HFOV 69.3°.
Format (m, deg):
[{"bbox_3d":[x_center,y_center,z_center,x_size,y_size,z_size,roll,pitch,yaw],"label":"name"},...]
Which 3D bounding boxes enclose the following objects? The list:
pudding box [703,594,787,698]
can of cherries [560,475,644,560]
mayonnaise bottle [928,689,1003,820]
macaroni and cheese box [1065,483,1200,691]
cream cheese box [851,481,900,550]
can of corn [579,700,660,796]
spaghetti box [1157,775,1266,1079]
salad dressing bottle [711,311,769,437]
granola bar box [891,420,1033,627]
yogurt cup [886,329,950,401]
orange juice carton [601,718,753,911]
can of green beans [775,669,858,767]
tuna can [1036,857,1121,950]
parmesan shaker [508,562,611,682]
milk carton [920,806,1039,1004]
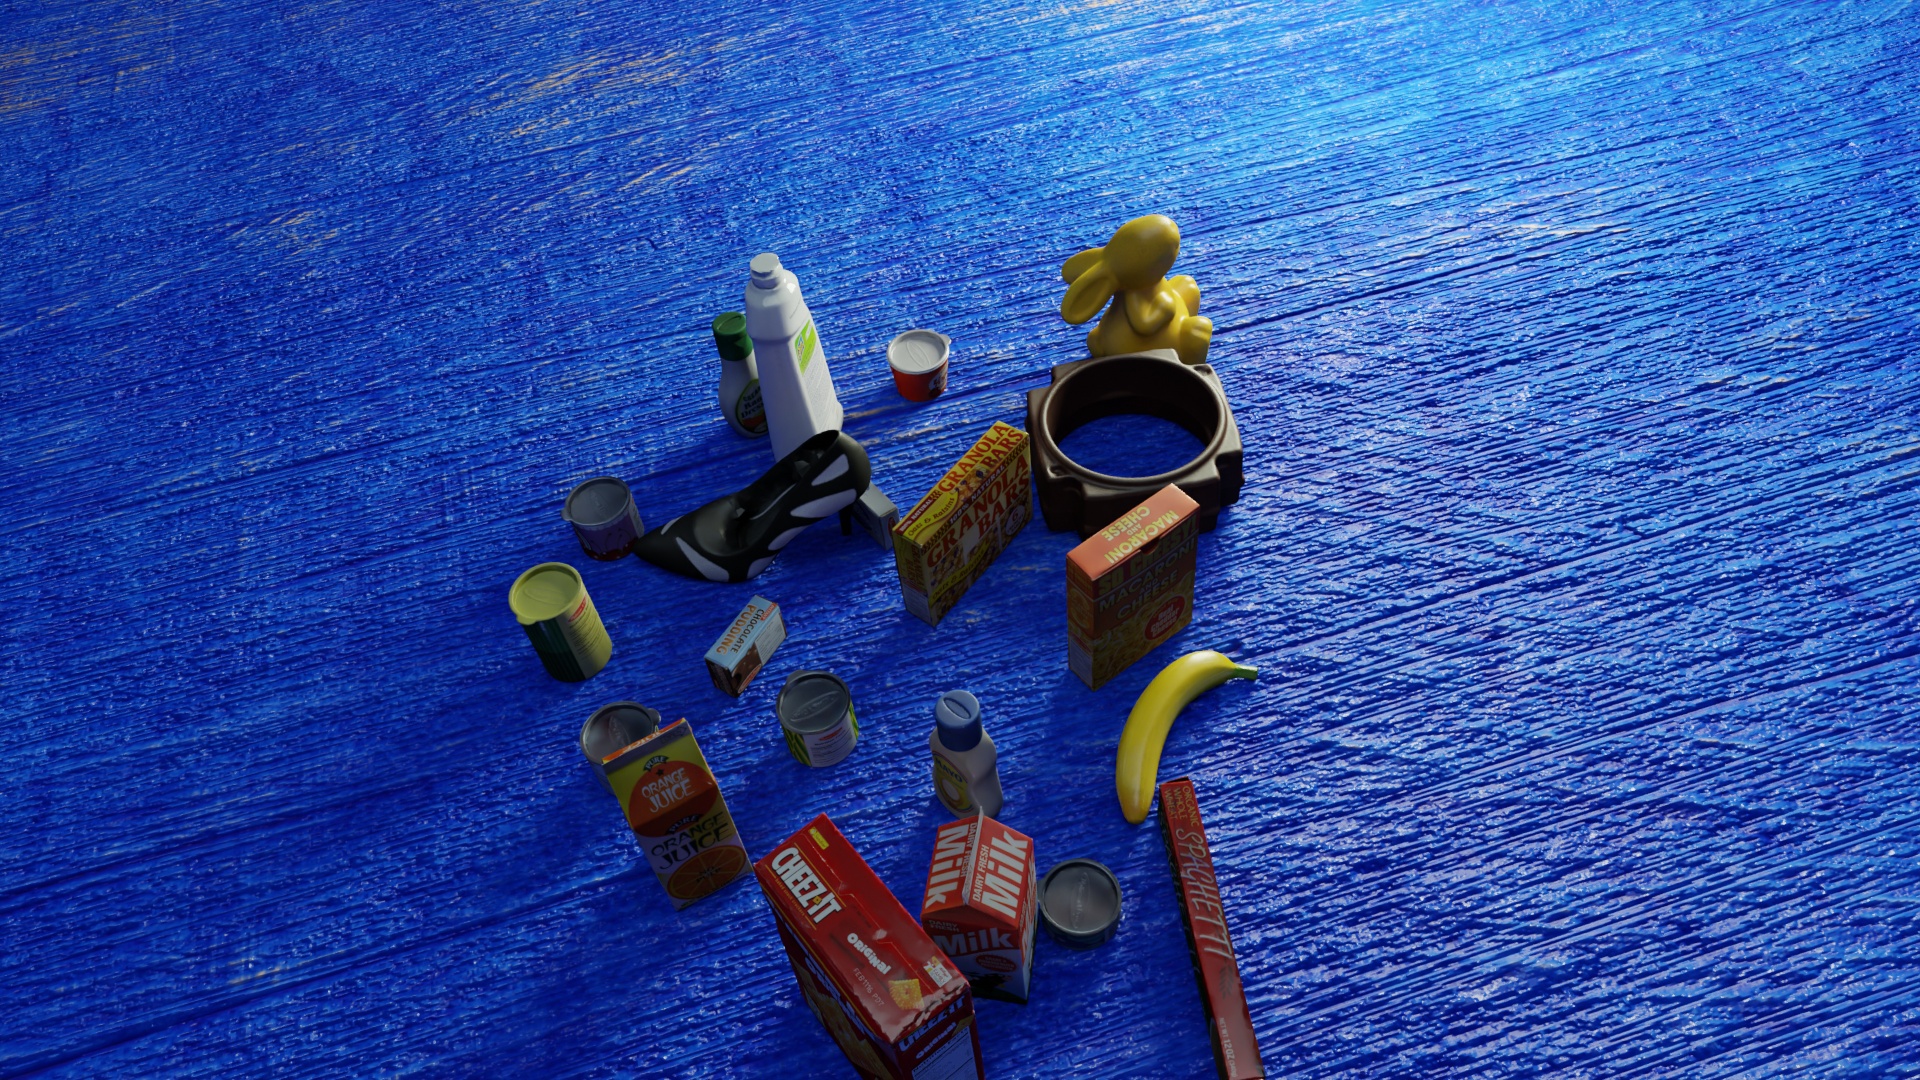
[{"bbox_3d":[-0.198,0.098,1.289,0.030,0.049,0.084,22,56,22],"label":"pudding box"},{"bbox_3d":[-0.360,-0.021,1.397,0.071,0.058,0.072,-3,50,3],"label":"can of cherries"},{"bbox_3d":[0.002,0.177,1.141,0.065,0.147,0.041,34,61,29],"label":"mayonnaise bottle"},{"bbox_3d":[0.152,0.044,1.225,0.124,0.165,0.040,-33,55,-20],"label":"macaroni and cheese box"},{"bbox_3d":[-0.099,-0.040,1.392,0.024,0.053,0.104,-33,55,-20],"label":"cream cheese box"},{"bbox_3d":[-0.291,0.183,1.222,0.071,0.058,0.071,-3,50,3],"label":"can of corn"},{"bbox_3d":[0.192,0.304,1.081,0.029,0.050,0.251,-8,50,-1],"label":"spaghetti box"},{"bbox_3d":[-0.228,-0.173,1.453,0.064,0.146,0.044,-35,56,-22],"label":"salad dressing bottle"},{"bbox_3d":[0.005,-0.017,1.317,0.039,0.123,0.166,28,58,25],"label":"granola bar box"},{"bbox_3d":[-0.044,-0.188,1.509,0.072,0.053,0.073,-3,50,3],"label":"yogurt cup"},{"bbox_3d":[-0.228,0.211,1.106,0.072,0.191,0.073,-26,53,-15],"label":"orange juice carton"},{"bbox_3d":[-0.126,0.158,1.227,0.071,0.057,0.071,-3,50,3],"label":"can of green beans"},{"bbox_3d":[0.093,0.291,1.112,0.071,0.032,0.071,-3,50,3],"label":"tuna can"},{"bbox_3d":[-0.371,0.079,1.286,0.071,0.102,0.072,-3,50,3],"label":"parmesan shaker"},{"bbox_3d":[0.016,0.273,1.033,0.073,0.189,0.073,5,51,10],"label":"milk carton"}]
